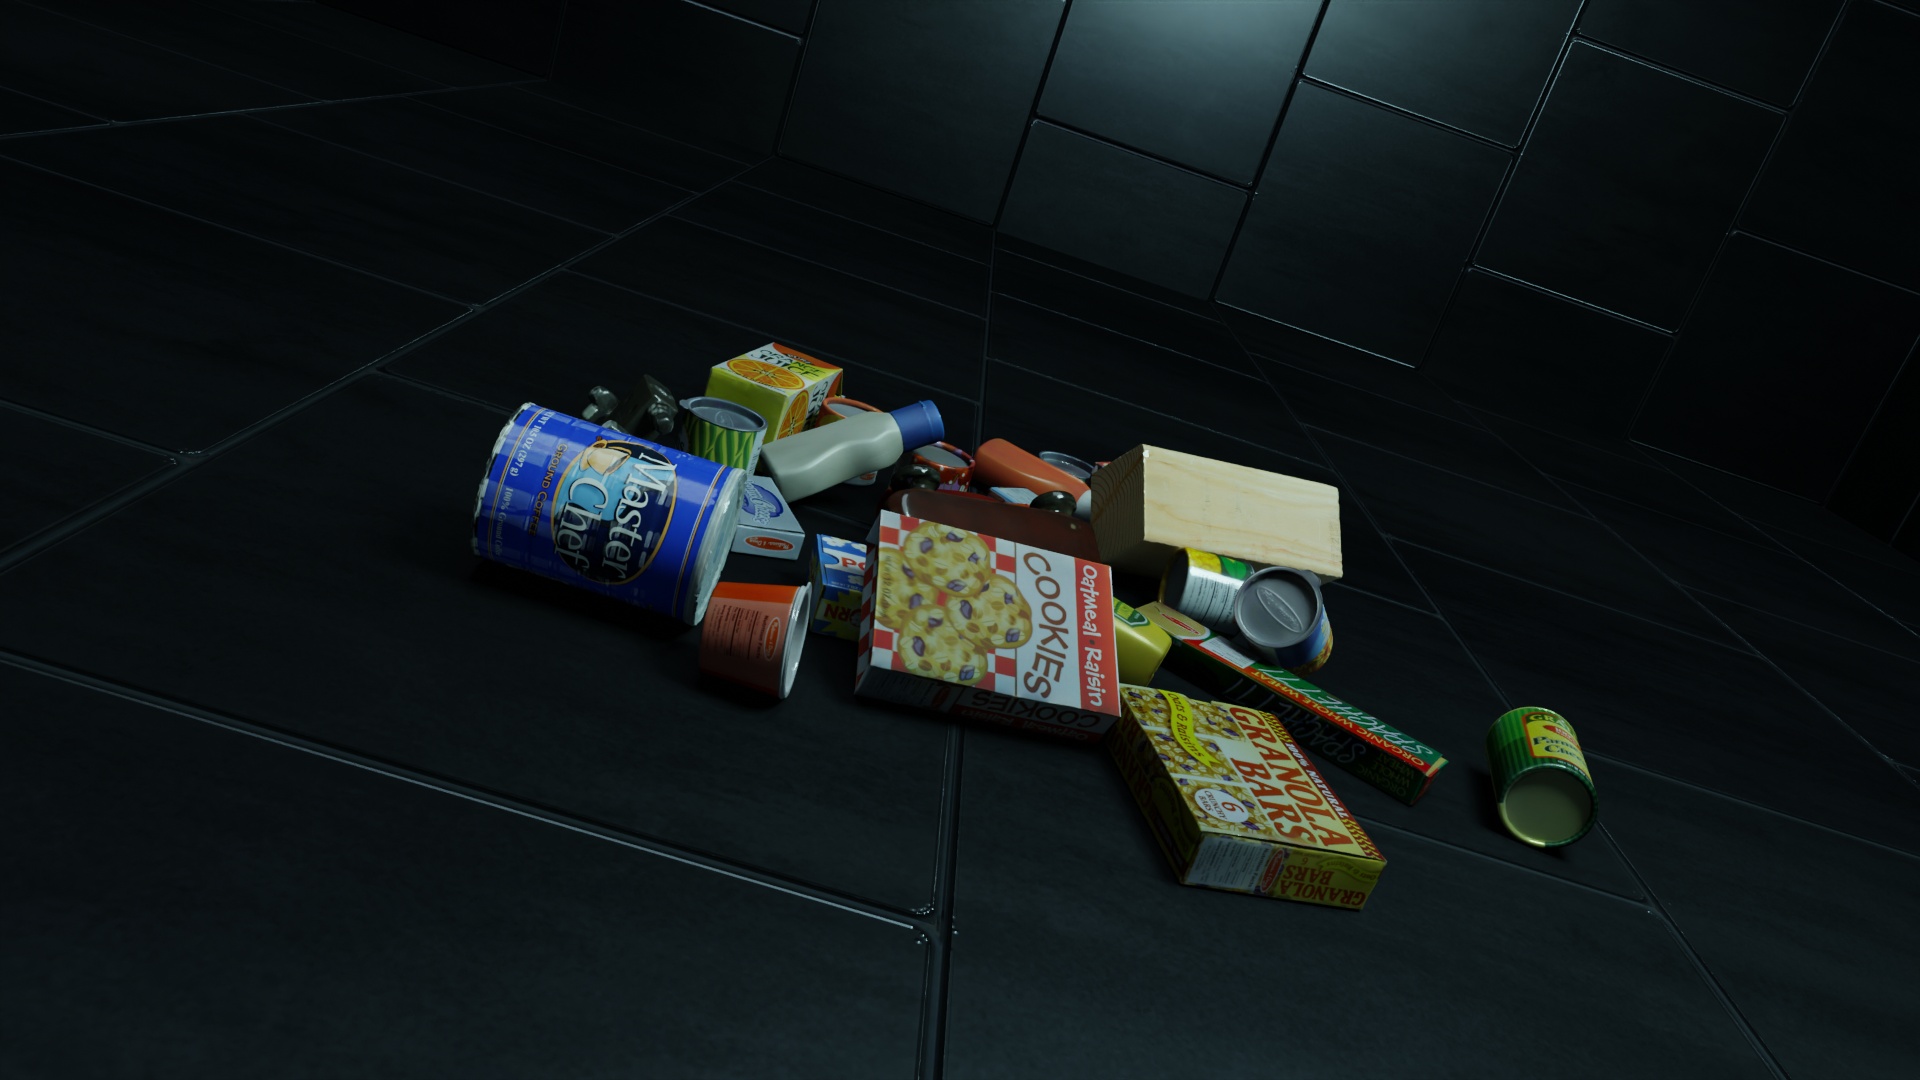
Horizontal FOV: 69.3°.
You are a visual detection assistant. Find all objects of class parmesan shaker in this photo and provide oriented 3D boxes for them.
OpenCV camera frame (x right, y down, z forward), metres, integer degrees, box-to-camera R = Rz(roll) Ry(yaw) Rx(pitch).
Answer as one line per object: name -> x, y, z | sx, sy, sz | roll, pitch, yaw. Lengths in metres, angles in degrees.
parmesan shaker -> 0.422, 0.172, 1.006 | 0.071, 0.071, 0.103 | 22, 20, 9

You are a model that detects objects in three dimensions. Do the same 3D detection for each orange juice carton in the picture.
orange juice carton -> -0.163, -0.125, 1.243 | 0.072, 0.072, 0.193 | 21, 19, 7

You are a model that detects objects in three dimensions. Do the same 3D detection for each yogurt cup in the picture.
yogurt cup -> -0.122, 0.056, 0.820 | 0.054, 0.072, 0.072 | 11, 20, 0

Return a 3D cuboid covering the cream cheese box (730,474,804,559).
cream cheese box -> -0.157, -0.021, 1.045 | 0.053, 0.024, 0.104 | 9, 22, -27

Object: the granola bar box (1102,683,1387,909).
granola bar box -> 0.168, 0.154, 0.860 | 0.124, 0.039, 0.166 | 13, 21, -18

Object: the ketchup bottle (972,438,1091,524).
ketchup bottle -> 0.084, -0.047, 1.307 | 0.149, 0.043, 0.065 | 29, 22, 25

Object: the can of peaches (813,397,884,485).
can of peaches -> -0.101, -0.089, 1.227 | 0.071, 0.057, 0.071 | 17, 20, -6

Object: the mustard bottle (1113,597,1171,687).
mustard bottle -> 0.075, 0.049, 1.008 | 0.160, 0.048, 0.065 | 32, 15, 7

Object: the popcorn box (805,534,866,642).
popcorn box -> -0.042, 0.042, 0.965 | 0.127, 0.038, 0.085 | 14, 21, -14

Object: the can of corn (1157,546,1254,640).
can of corn -> 0.201, 0.043, 1.145 | 0.058, 0.071, 0.071 | 15, 20, -10

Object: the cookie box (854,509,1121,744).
cookie box -> 0.019, 0.057, 0.904 | 0.167, 0.040, 0.123 | 14, 50, -15

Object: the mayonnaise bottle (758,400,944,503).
mayonnaise bottle -> -0.087, -0.076, 1.137 | 0.148, 0.041, 0.065 | -19, 33, -15

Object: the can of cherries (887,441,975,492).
can of cherries -> -0.024, -0.049, 1.191 | 0.071, 0.058, 0.072 | 17, 20, -6

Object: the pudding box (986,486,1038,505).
pudding box -> 0.064, -0.017, 1.230 | 0.050, 0.030, 0.084 | -1, 28, -46

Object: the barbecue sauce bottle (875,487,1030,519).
barbecue sauce bottle -> 0.004, -0.014, 1.147 | 0.149, 0.043, 0.065 | 1, 39, -43

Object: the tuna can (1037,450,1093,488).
tuna can -> 0.103, -0.060, 1.373 | 0.071, 0.032, 0.071 | 17, 20, -6

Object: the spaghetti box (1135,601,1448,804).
spaghetti box -> 0.236, 0.117, 1.035 | 0.250, 0.028, 0.050 | 29, 22, 27

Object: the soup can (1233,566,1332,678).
soup can -> 0.256, 0.064, 1.085 | 0.071, 0.071, 0.083 | 31, -9, 29

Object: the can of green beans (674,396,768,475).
can of green beans -> -0.193, -0.075, 1.106 | 0.071, 0.057, 0.071 | 17, 20, -6

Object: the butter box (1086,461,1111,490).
butter box -> 0.162, -0.030, 1.320 | 0.024, 0.053, 0.104 | -4, 30, -45
